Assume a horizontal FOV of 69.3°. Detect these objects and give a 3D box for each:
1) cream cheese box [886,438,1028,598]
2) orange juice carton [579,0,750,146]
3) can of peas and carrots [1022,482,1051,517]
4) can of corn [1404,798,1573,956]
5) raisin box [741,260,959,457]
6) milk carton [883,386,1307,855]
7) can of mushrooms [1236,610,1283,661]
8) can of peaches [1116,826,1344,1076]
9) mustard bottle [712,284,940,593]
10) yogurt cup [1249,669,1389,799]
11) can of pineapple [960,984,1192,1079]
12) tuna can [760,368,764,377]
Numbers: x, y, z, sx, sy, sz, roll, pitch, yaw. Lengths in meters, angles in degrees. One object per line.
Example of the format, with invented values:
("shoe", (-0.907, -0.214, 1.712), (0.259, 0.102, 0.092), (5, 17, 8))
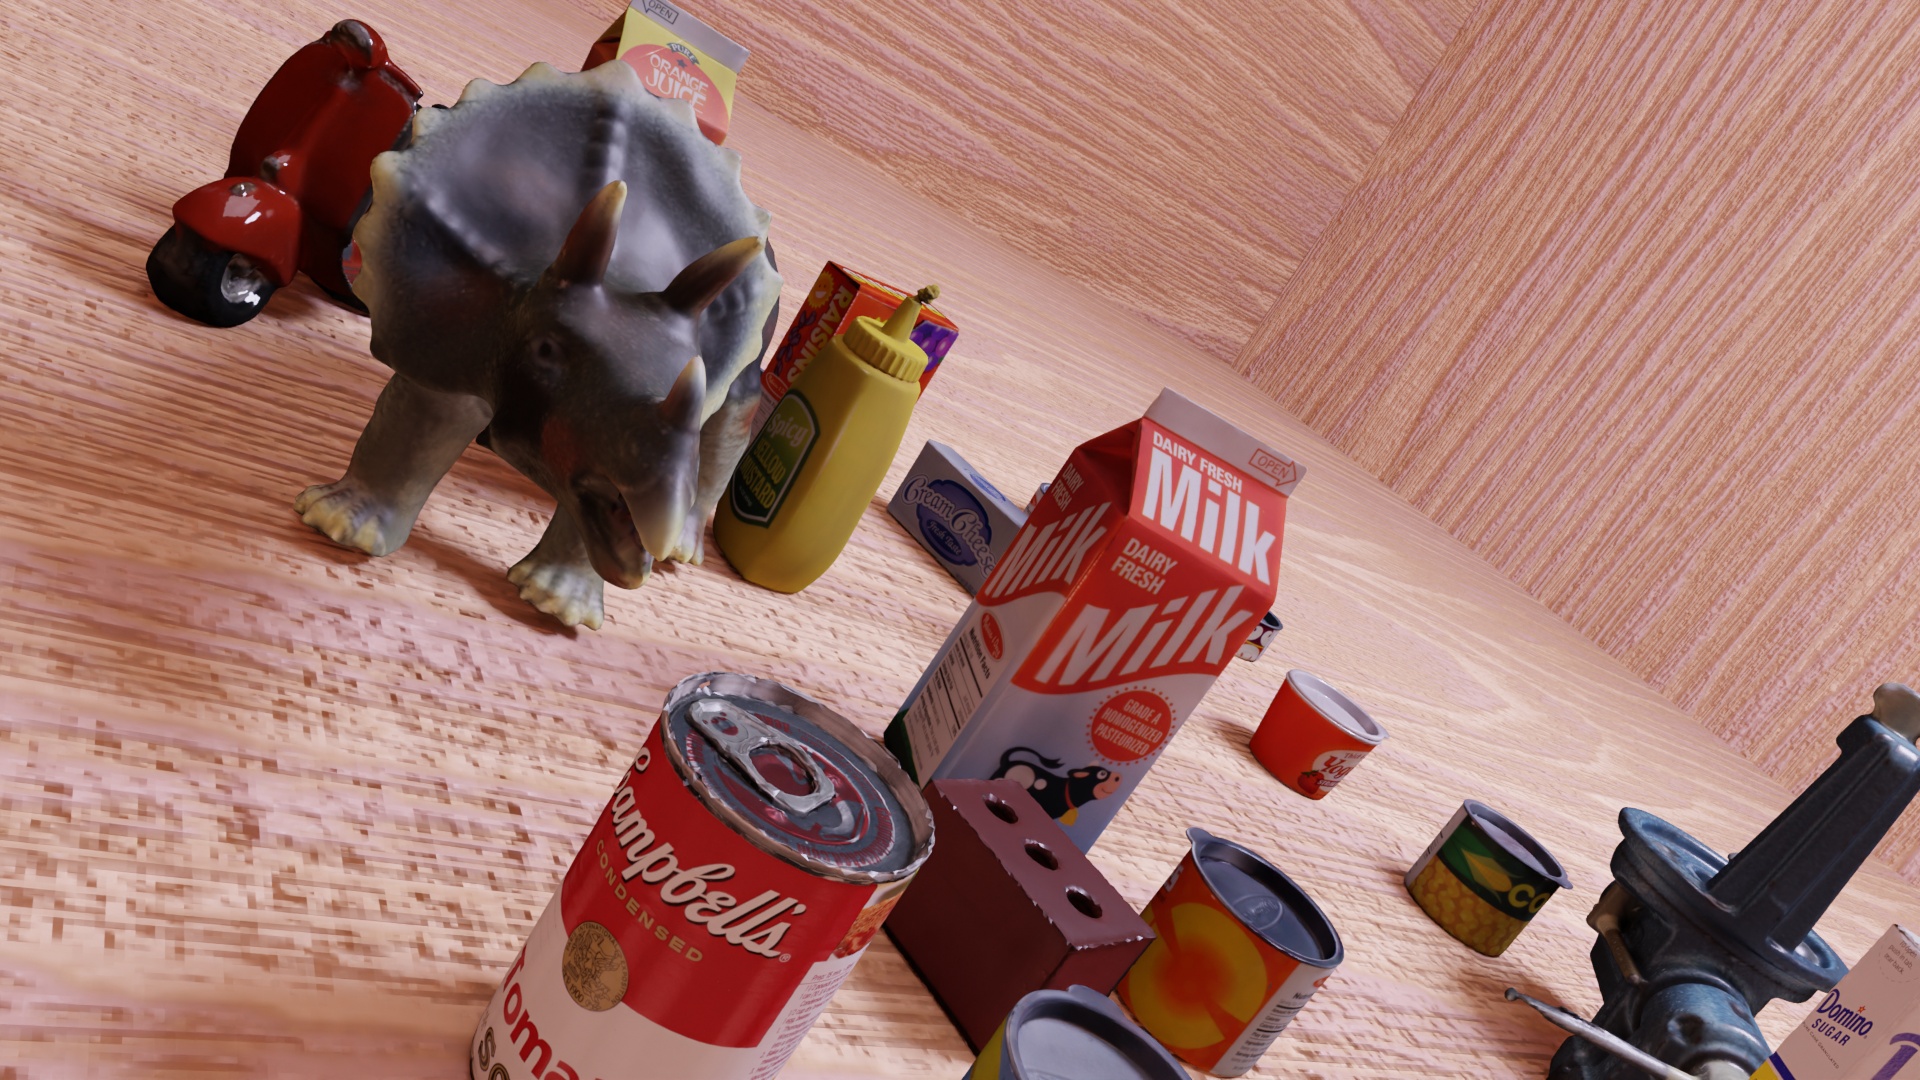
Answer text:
("cream cheese box", (0.003, -0.010, 0.825), (0.024, 0.053, 0.104), (13, 25, -50))
("orange juice carton", (-0.193, -0.207, 0.782), (0.072, 0.192, 0.073), (23, 18, -32))
("can of peas and carrots", (0.066, 0.006, 0.885), (0.071, 0.058, 0.071), (30, 16, -9))
("can of corn", (0.294, 0.190, 0.776), (0.071, 0.058, 0.071), (30, 16, -9))
("raisin box", (-0.068, -0.089, 0.797), (0.086, 0.123, 0.040), (15, 24, -48))
("milk carton", (0.052, 0.035, 0.537), (0.072, 0.190, 0.074), (27, 17, -21))
("can of mushrooms", (0.202, 0.057, 1.037), (0.071, 0.033, 0.071), (30, 16, -9))
("can of peaches", (0.096, 0.152, 0.515), (0.071, 0.058, 0.071), (30, 16, -9))
("mustard bottle", (-0.057, -0.053, 0.644), (0.049, 0.159, 0.065), (18, 21, -42))
("yogurt cup", (0.212, 0.119, 0.838), (0.072, 0.053, 0.072), (30, 16, -9))
("can of pineapple", (0.026, 0.160, 0.358), (0.071, 0.057, 0.071), (30, 16, -9))
("tuna can", (-0.140, -0.088, 0.821), (0.071, 0.032, 0.071), (30, 16, -9))
